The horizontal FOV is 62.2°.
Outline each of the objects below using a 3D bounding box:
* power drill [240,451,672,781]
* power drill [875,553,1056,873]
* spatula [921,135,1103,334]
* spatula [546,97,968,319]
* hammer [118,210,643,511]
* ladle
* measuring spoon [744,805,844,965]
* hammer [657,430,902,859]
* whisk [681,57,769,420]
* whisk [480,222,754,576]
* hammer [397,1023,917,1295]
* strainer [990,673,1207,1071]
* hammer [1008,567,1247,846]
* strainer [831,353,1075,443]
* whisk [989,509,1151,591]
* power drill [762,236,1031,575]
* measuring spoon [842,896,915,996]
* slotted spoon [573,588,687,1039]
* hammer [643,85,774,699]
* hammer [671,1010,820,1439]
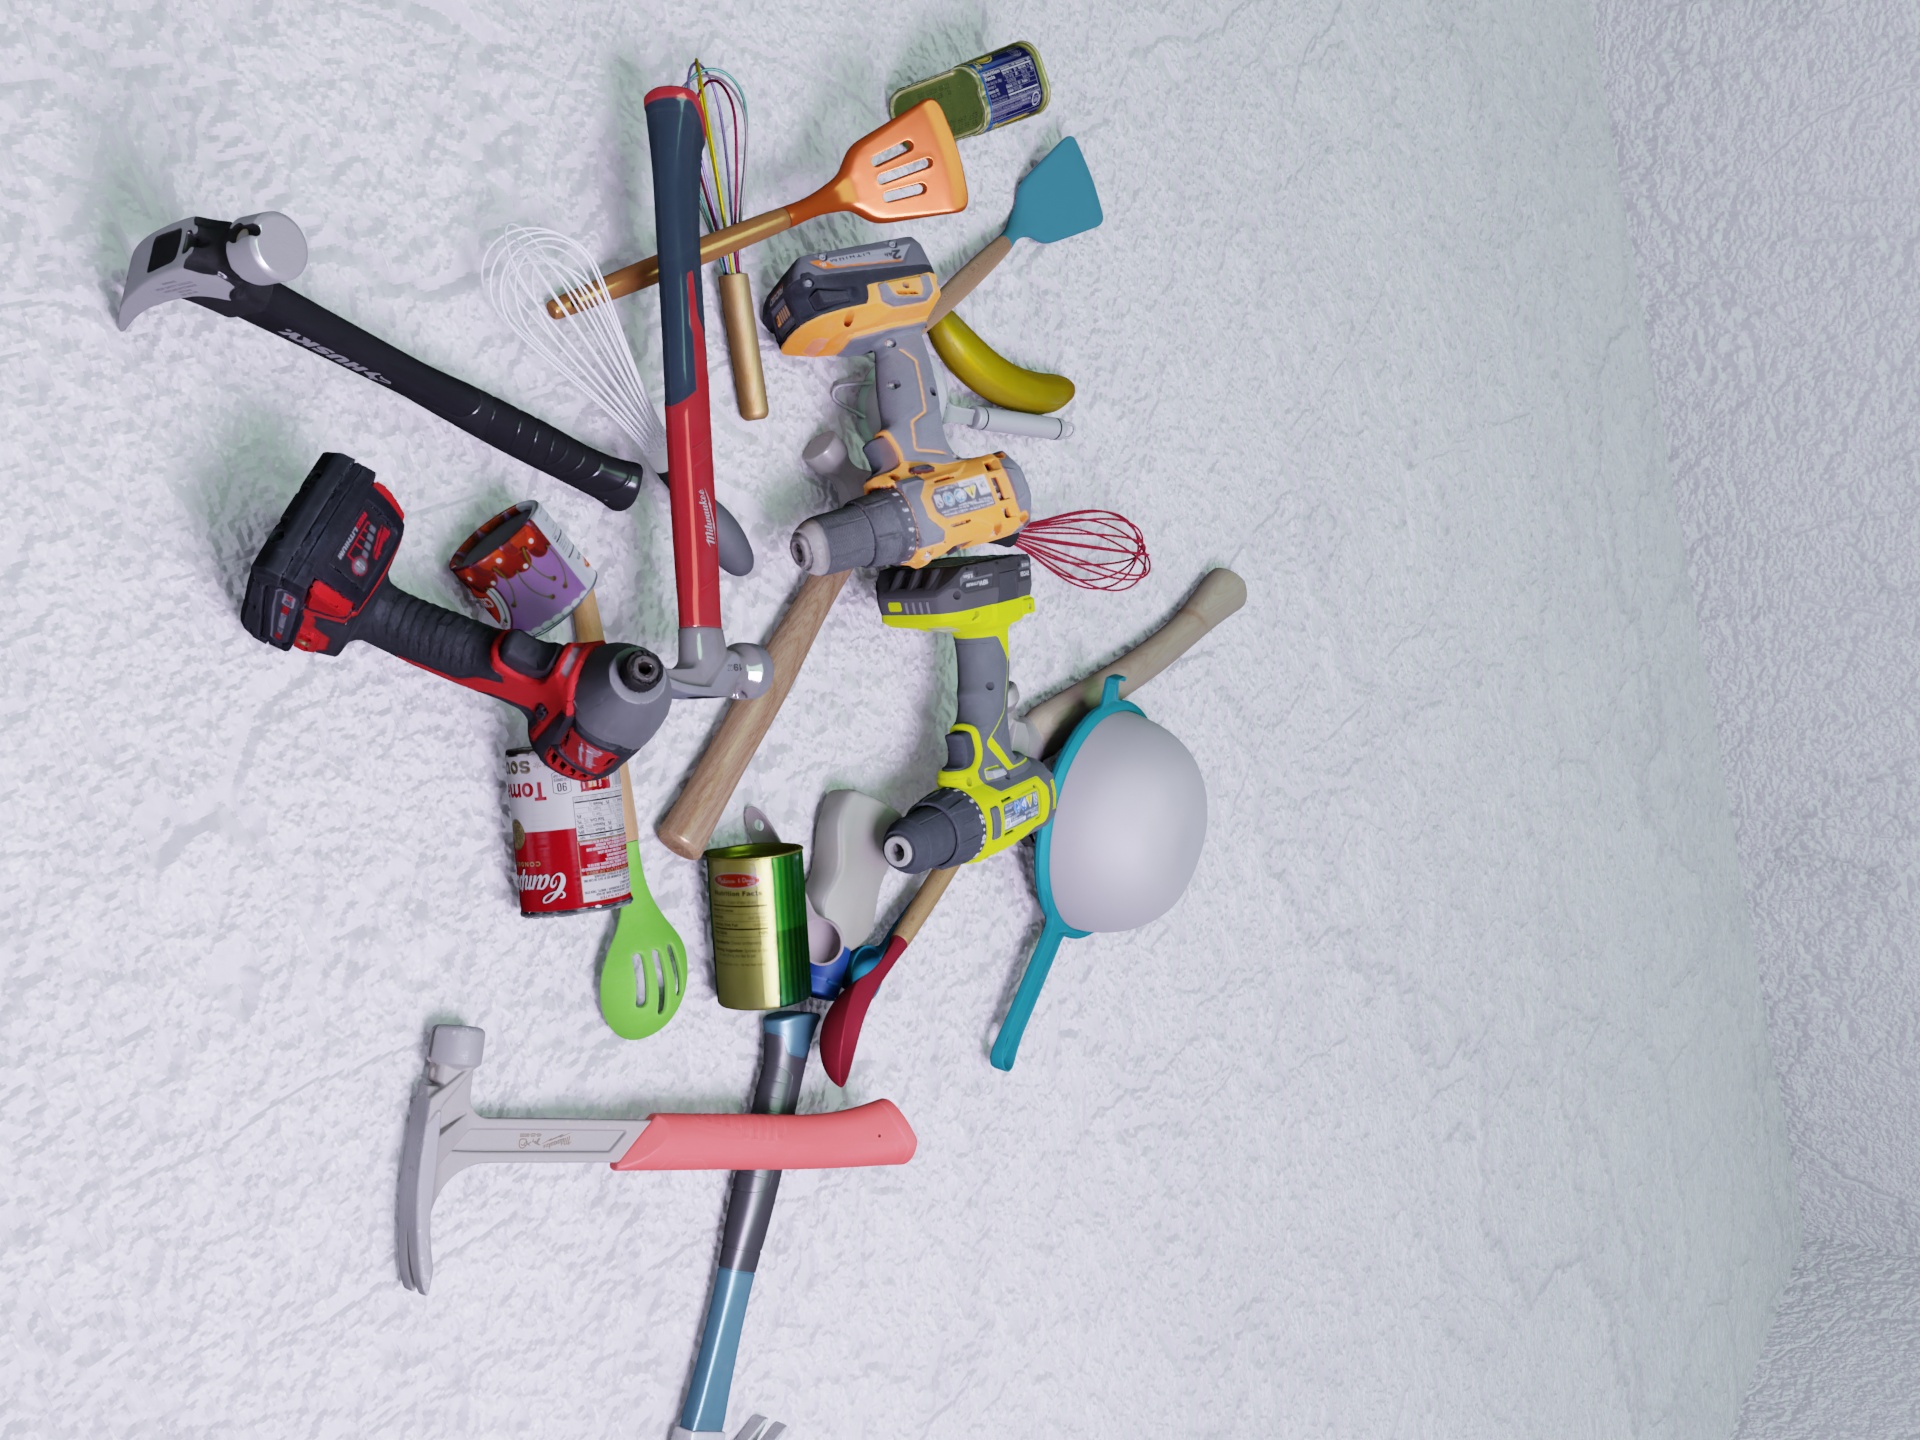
[{"bbox_3d":[-0.261,-0.045,0.856,0.219,0.143,0.079,29,63,-18],"label":"power drill"},{"bbox_3d":[-0.002,-0.004,1.193,0.190,0.080,0.228,-19,107,-56],"label":"power drill"},{"bbox_3d":[0.034,-0.388,1.312,0.318,0.044,0.082,-55,130,-44],"label":"spatula"},{"bbox_3d":[-0.134,-0.335,1.079,0.322,0.041,0.081,-32,116,-28],"label":"spatula"},{"bbox_3d":[-0.303,-0.187,0.899,0.334,0.146,0.035,24,70,-57],"label":"hammer"},{"bbox_3d":[-0.034,0.149,1.201,0.315,0.031,0.069,-56,157,-46],"label":"ladle"},{"bbox_3d":[-0.117,0.114,1.117,0.124,0.034,0.018,61,21,5],"label":"measuring spoon"},{"bbox_3d":[-0.124,-0.045,1.136,0.129,0.031,0.331,47,55,-35],"label":"hammer"},{"bbox_3d":[-0.161,-0.333,1.110,0.051,0.047,0.245,-16,104,-36],"label":"whisk"},{"bbox_3d":[-0.210,-0.198,1.029,0.284,0.070,0.070,57,49,-39],"label":"whisk"},{"bbox_3d":[-0.177,0.279,1.016,0.358,0.037,0.149,13,75,-39],"label":"hammer"},{"bbox_3d":[0.128,0.145,1.329,0.340,0.095,0.210,-64,146,-23],"label":"strainer"},{"bbox_3d":[0.157,-0.036,1.449,0.410,0.038,0.146,-34,114,-44],"label":"hammer"},{"bbox_3d":[0.009,-0.245,1.276,0.258,0.050,0.087,-3,113,-45],"label":"strainer"},{"bbox_3d":[0.055,-0.154,1.331,0.295,0.073,0.073,5,84,-41],"label":"whisk"},{"bbox_3d":[-0.066,-0.216,1.134,0.185,0.084,0.226,-21,88,-30],"label":"power drill"},{"bbox_3d":[-0.058,0.166,1.213,0.129,0.021,0.042,-48,128,-50],"label":"measuring spoon"},{"bbox_3d":[-0.221,0.053,1.025,0.070,0.031,0.314,-13,96,-48],"label":"slotted spoon"},{"bbox_3d":[-0.179,-0.206,0.991,0.143,0.038,0.386,1,85,-65],"label":"hammer"},{"bbox_3d":[-0.149,0.358,1.079,0.128,0.033,0.331,28,67,-43],"label":"hammer"}]
